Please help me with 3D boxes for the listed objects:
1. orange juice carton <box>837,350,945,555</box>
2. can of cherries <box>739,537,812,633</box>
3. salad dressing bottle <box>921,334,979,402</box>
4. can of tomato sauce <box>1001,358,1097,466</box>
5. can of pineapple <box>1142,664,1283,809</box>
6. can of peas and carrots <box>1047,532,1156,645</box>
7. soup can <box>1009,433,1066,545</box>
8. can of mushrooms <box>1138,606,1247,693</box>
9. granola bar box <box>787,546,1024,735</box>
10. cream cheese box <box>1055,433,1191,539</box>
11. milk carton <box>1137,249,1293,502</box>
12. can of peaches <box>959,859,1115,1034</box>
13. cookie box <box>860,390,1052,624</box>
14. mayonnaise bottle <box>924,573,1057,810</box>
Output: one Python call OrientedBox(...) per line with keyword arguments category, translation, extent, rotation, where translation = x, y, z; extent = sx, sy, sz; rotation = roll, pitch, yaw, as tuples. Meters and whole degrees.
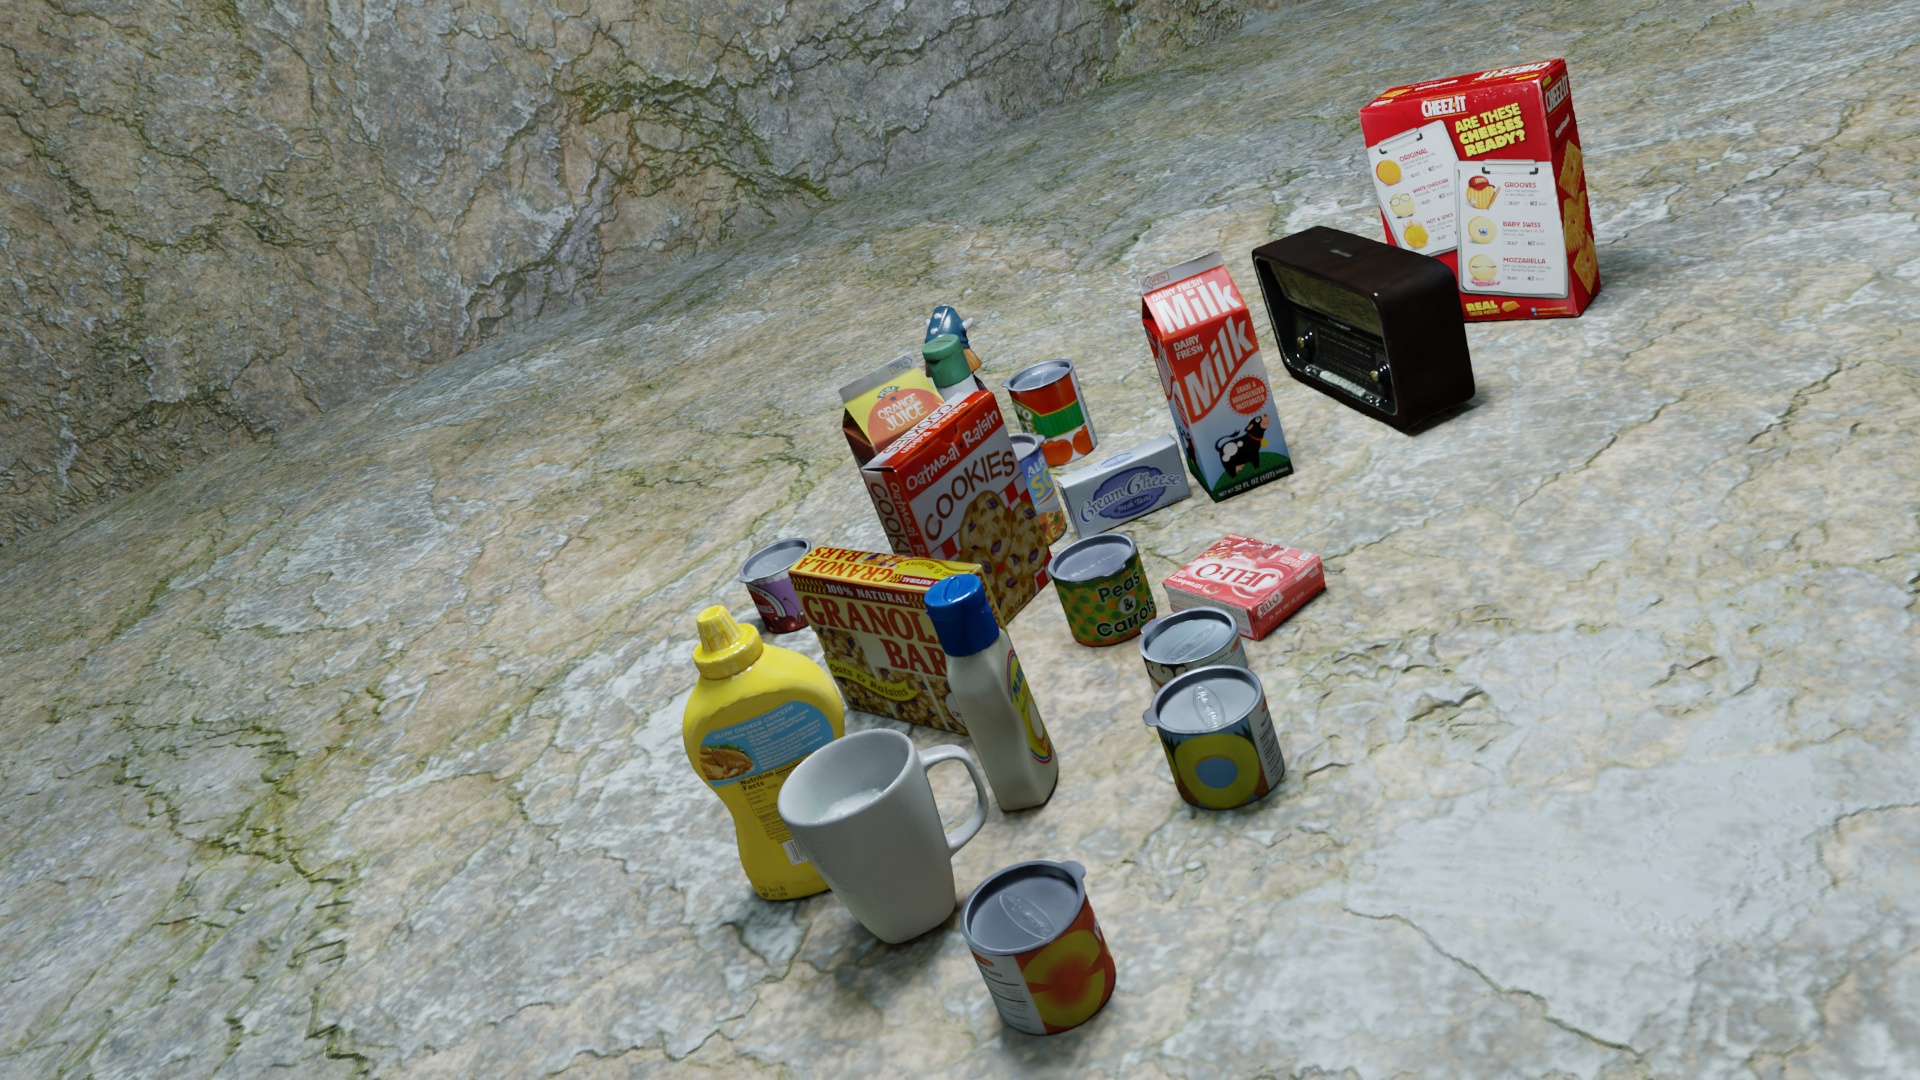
OrientedBox(category="orange juice carton", translation=(-0.037, -0.055, 1.144), extent=(0.072, 0.192, 0.073), rotation=(-29, 25, -16))
OrientedBox(category="can of cherries", translation=(-0.152, 0.040, 1.200), extent=(0.071, 0.058, 0.072), rotation=(-17, 25, 8))
OrientedBox(category="salad dressing bottle", translation=(0.005, -0.119, 1.297), extent=(0.064, 0.147, 0.044), rotation=(1, 32, 40))
OrientedBox(category="can of tomato sauce", translation=(0.085, -0.120, 1.314), extent=(0.071, 0.082, 0.071), rotation=(-17, 24, 8))
OrientedBox(category="can of pineapple", translation=(0.149, 0.115, 0.812), extent=(0.071, 0.057, 0.071), rotation=(-17, 25, 8))
OrientedBox(category="can of peas and carrots", translation=(0.105, 0.036, 1.007), extent=(0.071, 0.058, 0.071), rotation=(-17, 25, 8))
OrientedBox(category="soup can", translation=(0.050, -0.040, 1.176), extent=(0.071, 0.083, 0.071), rotation=(-17, 24, 8))
OrientedBox(category="can of mushrooms", translation=(0.153, 0.075, 0.921), extent=(0.071, 0.033, 0.071), rotation=(-17, 25, 8))
OrientedBox(category="granola bar box", translation=(-0.036, 0.070, 0.968), extent=(0.165, 0.123, 0.039), rotation=(5, 35, 44))
OrientedBox(category="cream cheese box", translation=(0.136, -0.044, 1.154), extent=(0.104, 0.053, 0.024), rotation=(-22, 24, -2))
OrientedBox(category="milk carton", translation=(0.203, -0.136, 1.126), extent=(0.072, 0.189, 0.074), rotation=(-21, 24, 0))
OrientedBox(category="can of peaches", translation=(0.042, 0.206, 0.708), extent=(0.071, 0.058, 0.071), rotation=(-17, 25, 8))
OrientedBox(category="cookie box", translation=(0.004, -0.013, 1.057), extent=(0.040, 0.166, 0.123), rotation=(2, 33, 42))
OrientedBox(category="mayonnaise bottle", translation=(0.019, 0.091, 0.853), extent=(0.041, 0.147, 0.065), rotation=(-13, 25, 17))
